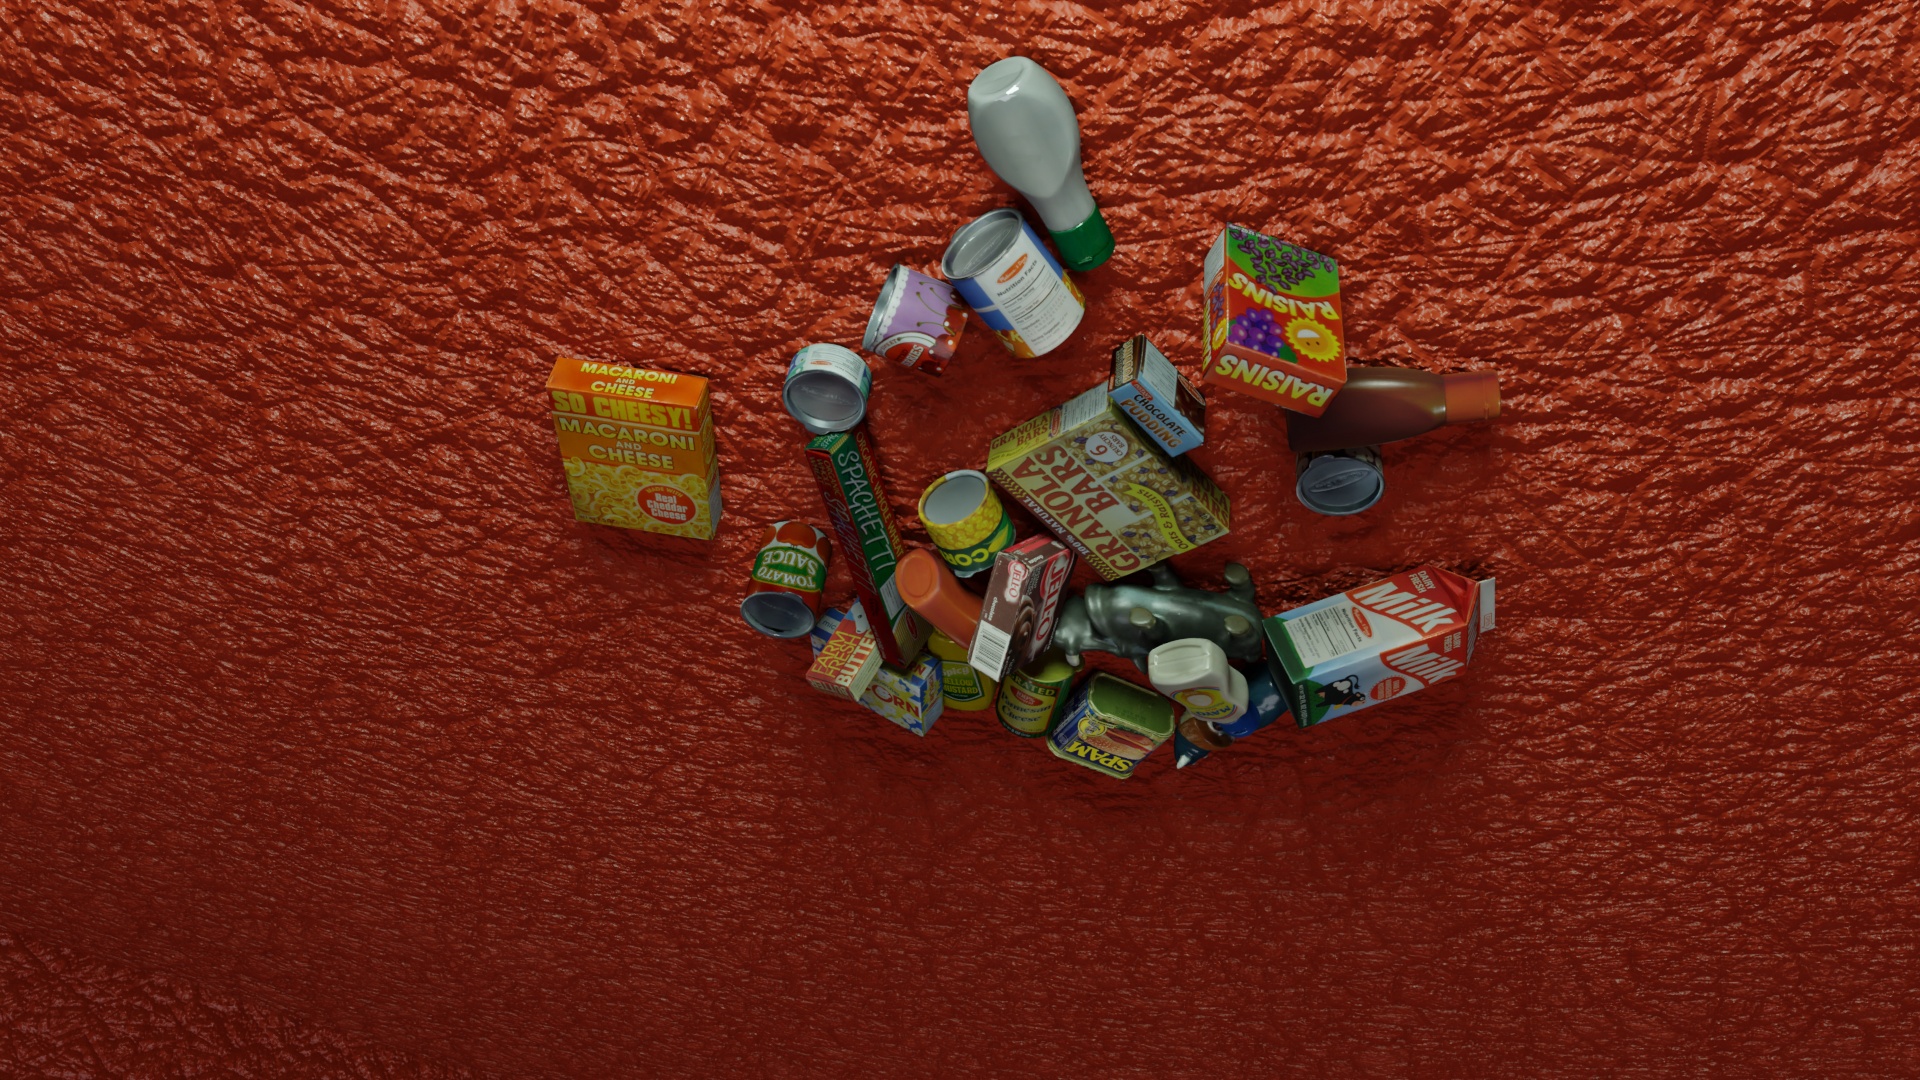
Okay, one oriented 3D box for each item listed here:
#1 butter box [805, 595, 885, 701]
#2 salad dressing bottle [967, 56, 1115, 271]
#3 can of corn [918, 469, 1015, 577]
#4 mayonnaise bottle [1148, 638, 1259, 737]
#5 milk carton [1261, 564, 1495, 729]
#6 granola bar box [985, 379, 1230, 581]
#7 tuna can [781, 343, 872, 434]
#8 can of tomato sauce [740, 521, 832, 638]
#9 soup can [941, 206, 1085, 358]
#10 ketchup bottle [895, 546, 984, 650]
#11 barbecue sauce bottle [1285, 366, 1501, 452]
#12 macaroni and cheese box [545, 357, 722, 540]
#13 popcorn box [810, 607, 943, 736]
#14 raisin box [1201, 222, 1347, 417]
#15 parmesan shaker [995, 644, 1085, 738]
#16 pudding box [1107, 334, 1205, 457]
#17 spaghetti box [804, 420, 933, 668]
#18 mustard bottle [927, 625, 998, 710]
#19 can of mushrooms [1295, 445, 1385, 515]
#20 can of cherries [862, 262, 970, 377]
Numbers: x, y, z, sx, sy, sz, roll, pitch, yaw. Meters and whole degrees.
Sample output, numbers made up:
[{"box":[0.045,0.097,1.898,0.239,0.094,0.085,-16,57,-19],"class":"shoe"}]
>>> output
[{"box":[-0.092,0.095,1.264,0.053,0.104,0.024,11,146,35],"class":"butter box"},{"box":[0.056,-0.239,0.898,0.064,0.044,0.147,-14,136,23],"class":"salad dressing bottle"},{"box":[0.004,-0.014,1.150,0.071,0.071,0.058,-10,135,21],"class":"can of corn"},{"box":[0.219,0.131,1.208,0.064,0.041,0.148,-14,147,27],"class":"mayonnaise bottle"},{"box":[0.359,0.083,1.170,0.191,0.074,0.072,-19,136,2],"class":"milk carton"},{"box":[0.120,-0.043,1.119,0.124,0.039,0.165,-25,129,35],"class":"granola bar box"},{"box":[-0.104,-0.117,1.080,0.071,0.033,0.070,6,140,5],"class":"tuna can"},{"box":[-0.152,0.033,1.227,0.071,0.083,0.070,5,140,5],"class":"can of tomato sauce"},{"box":[0.036,-0.178,0.959,0.071,0.072,0.083,-20,133,30],"class":"soup can"},{"box":[0.003,0.065,1.212,0.043,0.065,0.148,-36,135,12],"class":"ketchup bottle"},{"box":[0.313,-0.099,1.012,0.148,0.044,0.064,-4,138,15],"class":"barbecue sauce bottle"},{"box":[-0.268,-0.075,1.157,0.124,0.040,0.165,8,141,2],"class":"macaroni and cheese box"},{"box":[-0.079,0.125,1.321,0.127,0.038,0.084,24,144,21],"class":"popcorn box"},{"box":[0.205,-0.146,0.915,0.086,0.124,0.039,17,139,-10],"class":"raisin box"},{"box":[0.074,0.135,1.315,0.071,0.072,0.102,10,140,0],"class":"parmesan shaker"},{"box":[0.147,-0.106,1.030,0.030,0.050,0.083,-25,129,36],"class":"pudding box"},{"box":[-0.074,0.004,1.178,0.029,0.050,0.248,13,138,31],"class":"spaghetti box"},{"box":[-0.002,0.098,1.301,0.065,0.049,0.159,3,139,13],"class":"mustard bottle"},{"box":[0.293,-0.054,1.076,0.071,0.034,0.070,6,140,5],"class":"can of mushrooms"},{"box":[-0.032,-0.154,0.992,0.058,0.072,0.071,21,139,-14],"class":"can of cherries"}]
